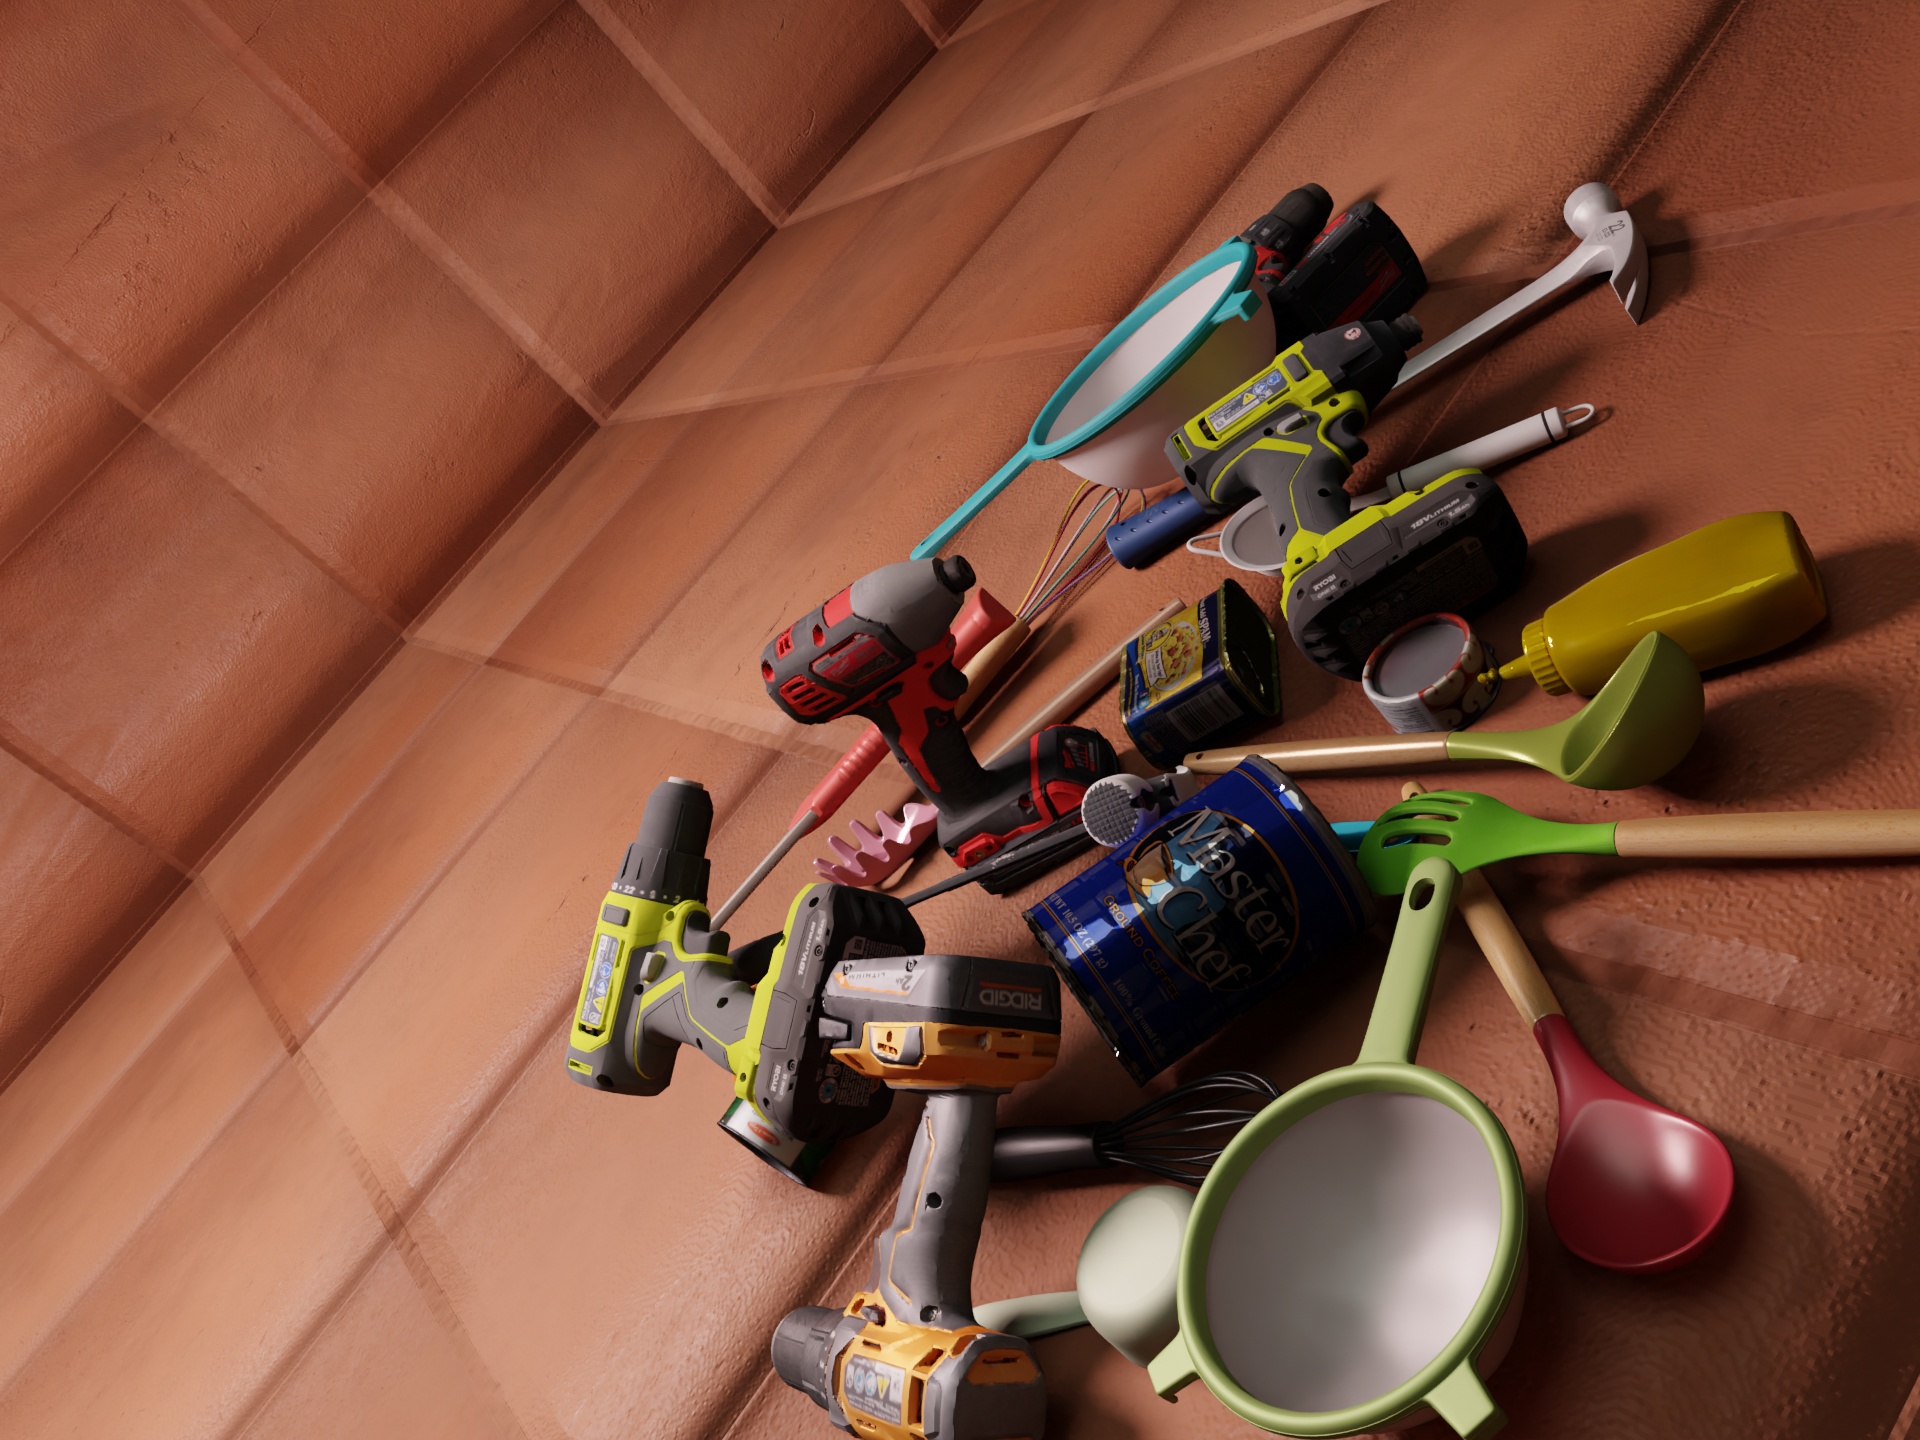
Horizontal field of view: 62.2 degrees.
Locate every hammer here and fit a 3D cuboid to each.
[{"bbox_3d":[-0.037,0.110,0.959,0.409,0.036,0.149,-25,-8,29],"label":"hammer"},{"bbox_3d":[-0.089,0.047,1.170,0.359,0.036,0.149,-49,4,-8],"label":"hammer"},{"bbox_3d":[0.275,-0.218,1.096,0.405,0.035,0.144,-31,30,25],"label":"hammer"}]

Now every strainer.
[{"bbox_3d":[0.181,0.174,0.646,0.151,0.069,0.256,-17,37,46],"label":"strainer"},{"bbox_3d":[0.268,-0.140,0.997,0.258,0.050,0.087,-21,36,28],"label":"strainer"},{"bbox_3d":[0.110,-0.199,1.172,0.340,0.095,0.211,-40,17,23],"label":"strainer"}]

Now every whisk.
[{"bbox_3d":[0.056,-0.095,1.219,0.245,0.047,0.051,-51,29,-6],"label":"whisk"},{"bbox_3d":[0.073,0.206,0.779,0.239,0.055,0.055,-22,34,45],"label":"whisk"}]

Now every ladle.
[{"bbox_3d":[0.224,0.006,0.813,0.320,0.062,0.078,-7,41,53],"label":"ladle"},{"bbox_3d":[0.244,0.115,0.689,0.069,0.031,0.316,-30,28,13],"label":"ladle"}]

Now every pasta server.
[{"bbox_3d":[0.029,0.016,1.108,0.316,0.040,0.060,-40,19,6],"label":"pasta server"}]

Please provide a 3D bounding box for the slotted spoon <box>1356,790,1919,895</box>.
[{"bbox_3d":[0.306,0.048,0.674,0.314,0.031,0.070,-5,34,43],"label":"slotted spoon"}]

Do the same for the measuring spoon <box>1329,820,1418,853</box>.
[{"bbox_3d":[0.185,0.070,0.849,0.128,0.021,0.042,-7,43,37],"label":"measuring spoon"}]

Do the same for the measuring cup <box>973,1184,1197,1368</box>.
[{"bbox_3d":[0.051,0.261,0.734,0.167,0.038,0.083,-24,33,30],"label":"measuring cup"}]

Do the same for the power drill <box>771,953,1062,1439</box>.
[{"bbox_3d":[-0.029,0.233,0.773,0.185,0.084,0.226,-16,66,54],"label":"power drill"}]

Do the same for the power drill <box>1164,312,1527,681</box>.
[{"bbox_3d":[0.233,-0.145,0.948,0.171,0.080,0.223,-33,43,15],"label":"power drill"}]

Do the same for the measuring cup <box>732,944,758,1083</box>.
[{"bbox_3d":[-0.119,0.196,1.042,0.095,0.052,0.174,-53,26,-17],"label":"measuring cup"}]

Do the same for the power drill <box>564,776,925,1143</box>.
[{"bbox_3d":[-0.131,0.135,0.918,0.229,0.080,0.190,6,80,43],"label":"power drill"}]

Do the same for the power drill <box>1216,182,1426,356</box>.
[{"bbox_3d":[0.267,-0.356,1.261,0.188,0.080,0.227,-46,24,-3],"label":"power drill"}]

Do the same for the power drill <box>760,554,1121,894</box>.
[{"bbox_3d":[-0.002,-0.003,0.975,0.143,0.219,0.079,-32,30,23],"label":"power drill"}]
